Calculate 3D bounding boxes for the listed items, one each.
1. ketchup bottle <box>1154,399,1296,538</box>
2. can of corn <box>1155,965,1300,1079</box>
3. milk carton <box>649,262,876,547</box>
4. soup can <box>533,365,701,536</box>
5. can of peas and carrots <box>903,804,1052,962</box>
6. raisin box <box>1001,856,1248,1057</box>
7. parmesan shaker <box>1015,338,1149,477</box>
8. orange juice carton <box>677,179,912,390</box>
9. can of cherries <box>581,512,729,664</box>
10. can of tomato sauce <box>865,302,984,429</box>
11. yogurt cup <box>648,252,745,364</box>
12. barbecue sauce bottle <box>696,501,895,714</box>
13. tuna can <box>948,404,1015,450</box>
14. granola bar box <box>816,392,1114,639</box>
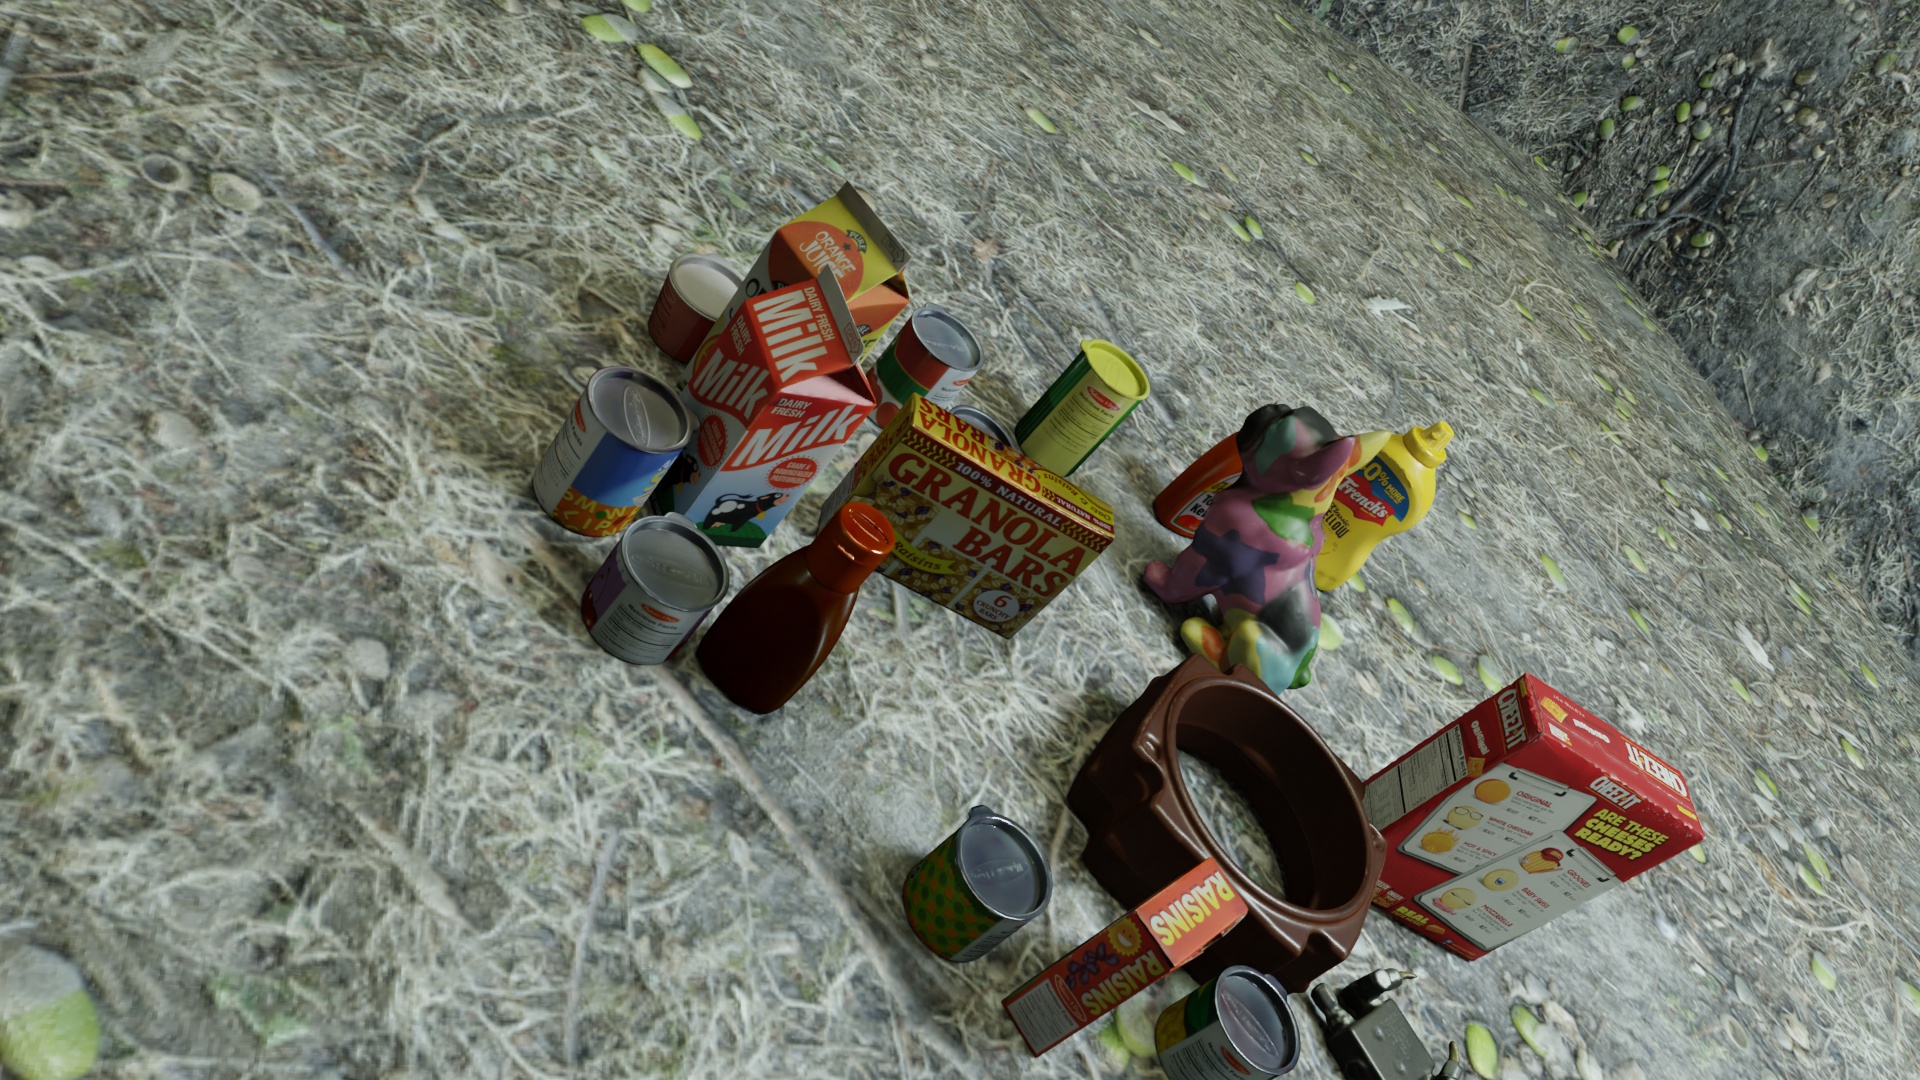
[{"bbox_3d":[0.237,-0.062,1.206,0.065,0.148,0.044,17,43,-32],"label":"ketchup bottle"},{"bbox_3d":[0.162,0.299,0.839,0.071,0.058,0.071,26,39,-23],"label":"can of corn"},{"bbox_3d":[-0.118,-0.079,0.849,0.073,0.189,0.072,5,50,-41],"label":"milk carton"},{"bbox_3d":[-0.205,-0.051,0.828,0.071,0.083,0.072,26,39,-23],"label":"soup can"},{"bbox_3d":[0.008,0.197,0.797,0.071,0.058,0.071,26,39,-23],"label":"can of peas and carrots"},{"bbox_3d":[0.093,0.235,0.783,0.086,0.122,0.040,-14,63,-50],"label":"raisin box"},{"bbox_3d":[0.099,-0.112,1.164,0.071,0.102,0.072,26,39,-23],"label":"parmesan shaker"},{"bbox_3d":[-0.104,-0.147,0.930,0.073,0.191,0.072,-19,68,-51],"label":"orange juice carton"},{"bbox_3d":[-0.175,0.027,0.797,0.071,0.058,0.072,26,39,-23],"label":"can of cherries"},{"bbox_3d":[-0.033,-0.131,1.075,0.071,0.082,0.071,26,39,-23],"label":"can of tomato sauce"},{"bbox_3d":[-0.186,-0.162,0.986,0.072,0.053,0.073,26,39,-23],"label":"yogurt cup"},{"bbox_3d":[-0.091,0.037,0.791,0.065,0.148,0.044,42,35,-2],"label":"barbecue sauce bottle"},{"bbox_3d":[0.006,-0.071,1.095,0.071,0.032,0.071,26,39,-23],"label":"tuna can"},{"bbox_3d":[0.003,-0.012,0.952,0.165,0.123,0.039,28,38,-19],"label":"granola bar box"}]
